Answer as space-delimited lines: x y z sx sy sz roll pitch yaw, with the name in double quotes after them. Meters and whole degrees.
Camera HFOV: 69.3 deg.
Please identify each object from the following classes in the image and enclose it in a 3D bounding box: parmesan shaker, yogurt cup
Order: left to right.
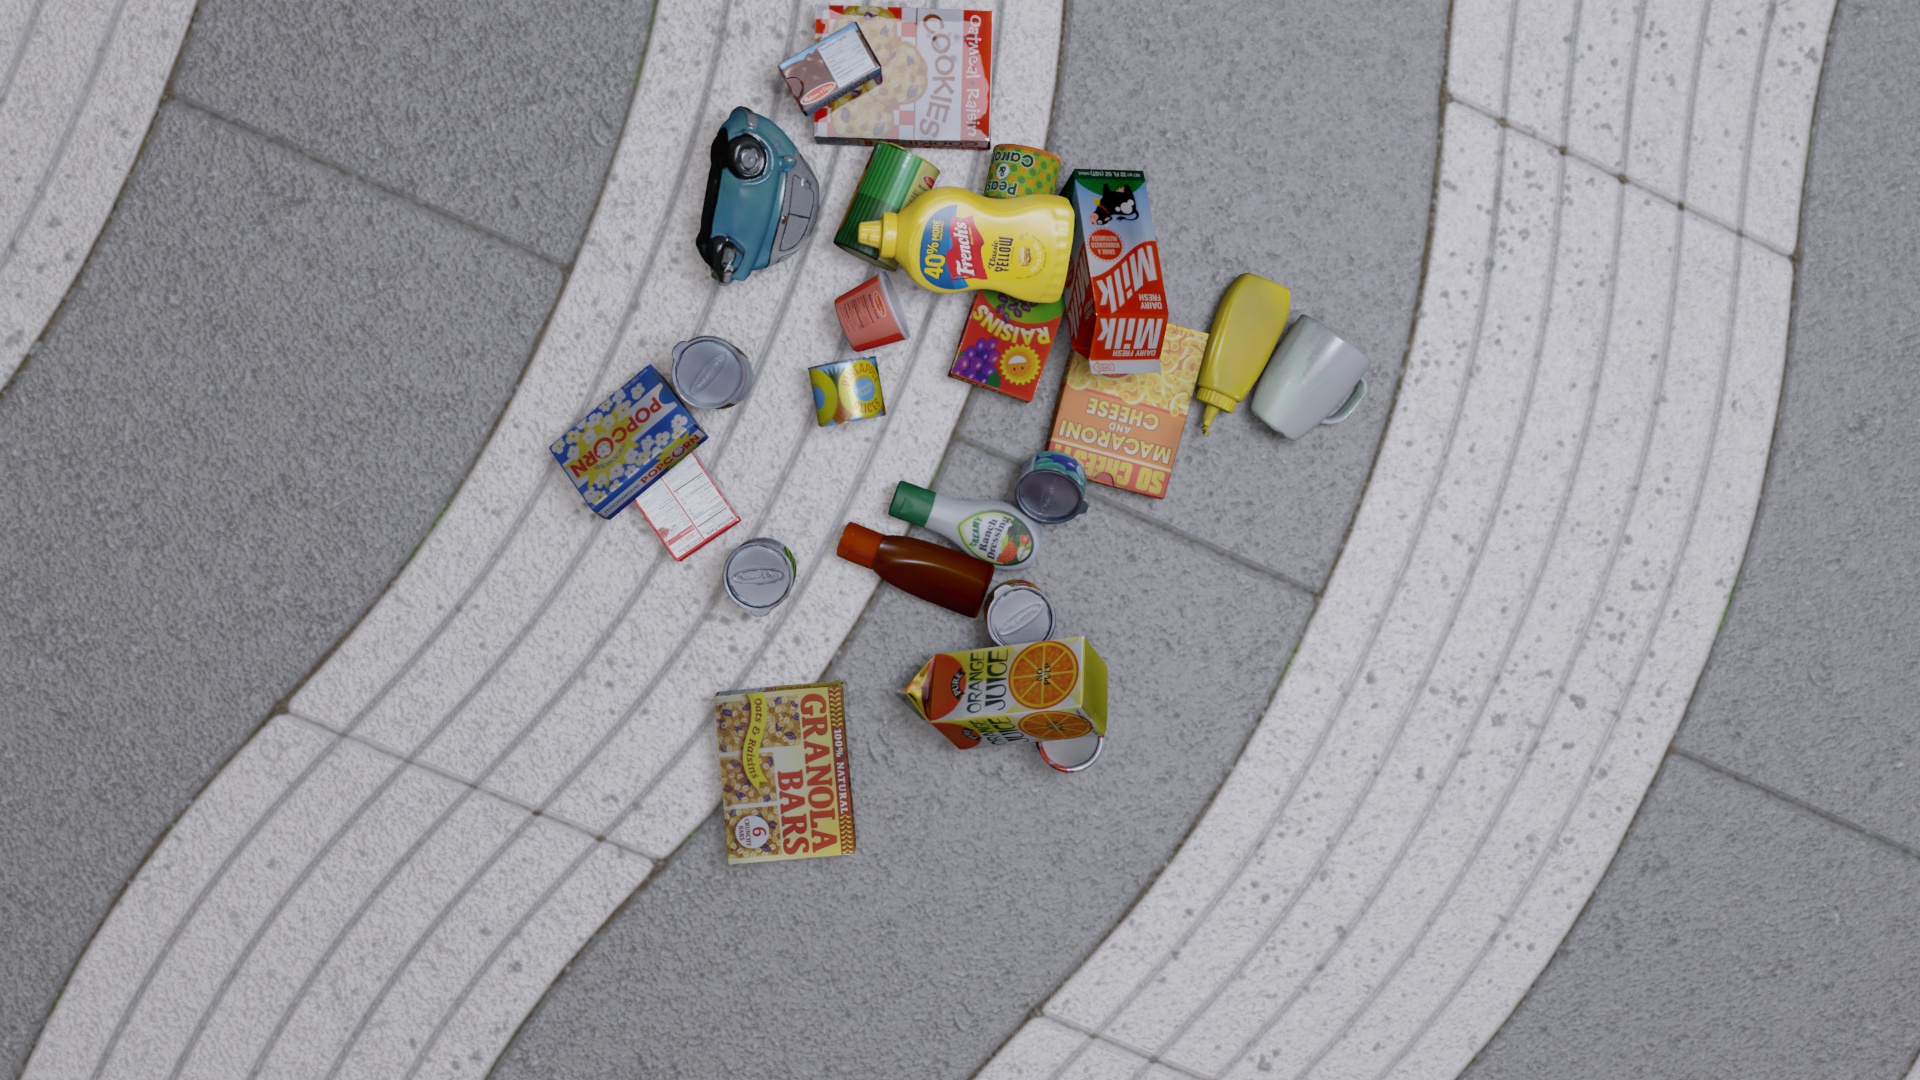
-0.084 -0.213 1.314 0.054 0.072 0.072 -21 95 7 "yogurt cup"
-0.071 -0.314 1.303 0.071 0.071 0.103 24 93 -5 "parmesan shaker"

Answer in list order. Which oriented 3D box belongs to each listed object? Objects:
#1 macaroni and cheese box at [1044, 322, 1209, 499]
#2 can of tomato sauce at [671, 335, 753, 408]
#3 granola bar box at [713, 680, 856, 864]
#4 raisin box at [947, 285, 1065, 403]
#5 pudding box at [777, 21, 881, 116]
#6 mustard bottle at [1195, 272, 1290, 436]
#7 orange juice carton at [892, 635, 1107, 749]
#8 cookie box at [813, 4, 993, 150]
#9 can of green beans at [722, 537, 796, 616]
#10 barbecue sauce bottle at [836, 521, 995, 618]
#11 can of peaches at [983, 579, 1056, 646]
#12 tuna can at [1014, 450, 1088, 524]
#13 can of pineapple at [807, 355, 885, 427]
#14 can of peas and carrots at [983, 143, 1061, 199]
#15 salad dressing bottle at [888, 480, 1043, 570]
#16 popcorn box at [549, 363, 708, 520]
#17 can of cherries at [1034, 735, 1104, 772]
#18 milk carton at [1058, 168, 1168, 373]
0.157 -0.135 1.344 0.124 0.040 0.166 14 93 -3 "macaroni and cheese box"
-0.233 -0.157 1.299 0.071 0.083 0.071 0 94 -3 "can of tomato sauce"
-0.170 0.225 1.352 0.124 0.039 0.165 -4 94 -2 "granola bar box"
0.048 -0.203 1.334 0.086 0.040 0.123 19 92 -5 "raisin box"
-0.120 -0.432 1.273 0.084 0.030 0.049 -30 96 1 "pudding box"
0.263 -0.176 1.343 0.065 0.049 0.160 23 93 -6 "mustard bottle"
0.037 0.147 1.312 0.192 0.071 0.073 -9 58 21 "orange juice carton"
-0.053 -0.436 1.312 0.167 0.040 0.122 1 94 -2 "cookie box"
-0.191 0.032 1.327 0.071 0.058 0.071 0 94 -3 "can of green beans"
-0.044 0.024 1.337 0.148 0.064 0.044 21 49 3 "barbecue sauce bottle"
0.055 0.071 1.345 0.071 0.058 0.071 0 94 -2 "can of peaches"
0.089 -0.050 1.320 0.071 0.033 0.070 6 130 8 "tuna can"
-0.106 -0.141 1.314 0.071 0.071 0.057 -11 96 -2 "can of pineapple"
0.056 -0.337 1.309 0.071 0.071 0.058 12 93 -4 "can of peas and carrots"
0.005 -0.017 1.342 0.148 0.044 0.064 19 103 -4 "salad dressing bottle"
-0.312 -0.092 1.305 0.127 0.038 0.085 -40 66 0 "popcorn box"
0.102 0.187 1.355 0.071 0.058 0.071 0 95 -4 "can of cherries"
0.139 -0.242 1.283 0.072 0.073 0.191 -3 73 -16 "milk carton"
